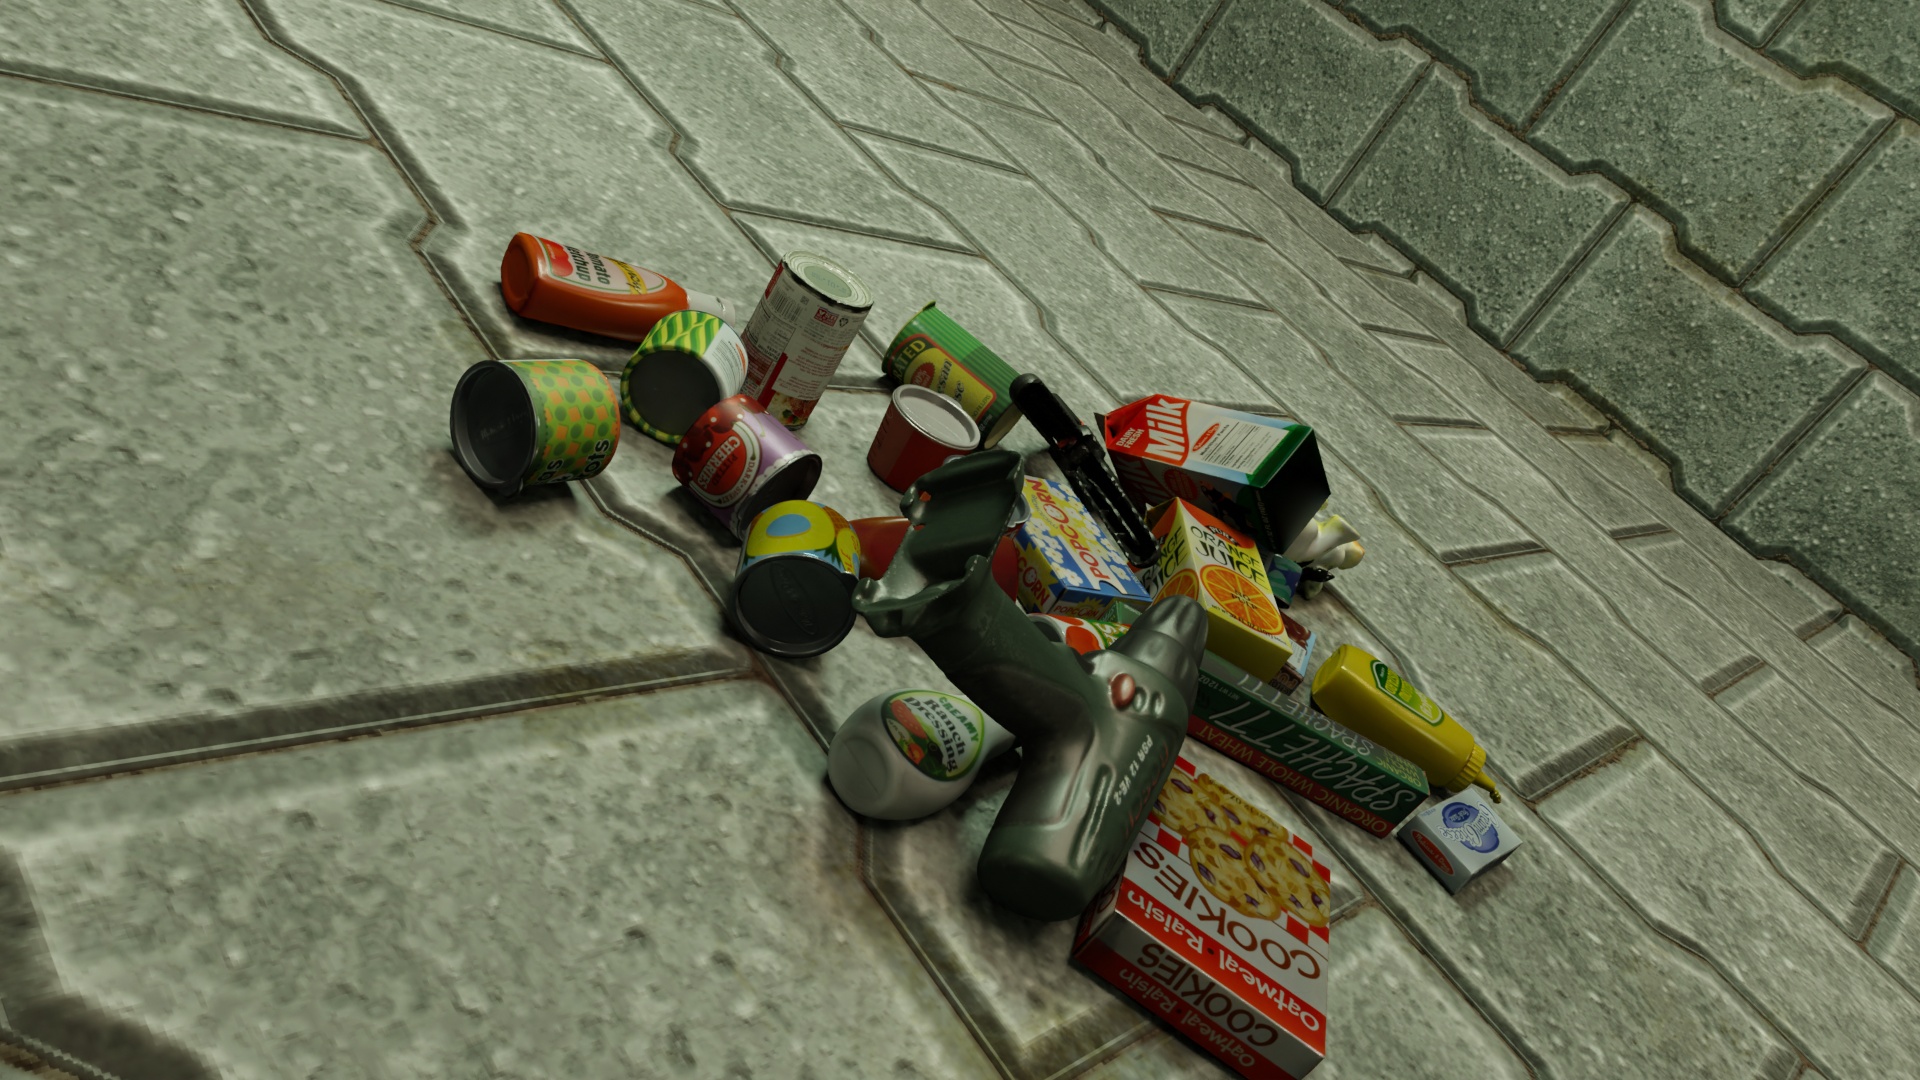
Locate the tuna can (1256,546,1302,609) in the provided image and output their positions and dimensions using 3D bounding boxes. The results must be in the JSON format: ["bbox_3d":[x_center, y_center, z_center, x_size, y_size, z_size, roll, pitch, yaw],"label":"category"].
[{"bbox_3d":[0.233,0.027,1.088,0.071,0.033,0.071,22,-7,3],"label":"tuna can"}]

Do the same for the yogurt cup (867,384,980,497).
[{"bbox_3d":[-0.028,-0.067,0.961,0.072,0.053,0.073,26,28,-15],"label":"yogurt cup"}]

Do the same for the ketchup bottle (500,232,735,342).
[{"bbox_3d":[-0.220,-0.156,0.907,0.149,0.043,0.065,9,36,-41],"label":"ketchup bottle"}]

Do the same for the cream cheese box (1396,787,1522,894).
[{"bbox_3d":[0.348,0.207,0.965,0.104,0.024,0.053,-4,47,-50],"label":"cream cheese box"}]

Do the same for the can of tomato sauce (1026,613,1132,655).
[{"bbox_3d":[0.073,0.078,0.819,0.083,0.071,0.071,10,35,-38],"label":"can of tomato sauce"}]

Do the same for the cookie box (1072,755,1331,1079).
[{"bbox_3d":[0.133,0.193,0.732,0.123,0.040,0.168,34,26,1],"label":"cookie box"}]

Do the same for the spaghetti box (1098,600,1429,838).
[{"bbox_3d":[0.193,0.119,0.907,0.250,0.050,0.029,29,29,-11],"label":"spaghetti box"}]

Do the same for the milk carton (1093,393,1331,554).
[{"bbox_3d":[0.186,-0.059,1.095,0.191,0.074,0.072,20,-33,43],"label":"milk carton"}]

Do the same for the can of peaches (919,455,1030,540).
[{"bbox_3d":[0.003,-0.011,0.901,0.071,0.057,0.071,27,28,-15],"label":"can of peaches"}]

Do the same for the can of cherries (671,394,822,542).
[{"bbox_3d":[-0.124,-0.042,0.798,0.058,0.071,0.072,42,28,15],"label":"can of cherries"}]

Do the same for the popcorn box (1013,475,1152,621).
[{"bbox_3d":[0.064,0.007,0.961,0.085,0.038,0.127,11,35,-41],"label":"popcorn box"}]

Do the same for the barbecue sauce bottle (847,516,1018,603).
[{"bbox_3d":[-0.038,0.014,0.820,0.148,0.043,0.065,13,68,-26],"label":"barbecue sauce bottle"}]

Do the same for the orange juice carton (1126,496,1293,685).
[{"bbox_3d":[0.171,0.036,0.994,0.072,0.072,0.193,27,27,-14],"label":"orange juice carton"}]

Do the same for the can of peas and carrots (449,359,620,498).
[{"bbox_3d":[-0.220,-0.059,0.724,0.071,0.070,0.059,45,28,20],"label":"can of peas and carrots"}]

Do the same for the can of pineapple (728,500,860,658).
[{"bbox_3d":[-0.085,0.020,0.741,0.071,0.070,0.058,26,27,-16],"label":"can of pineapple"}]

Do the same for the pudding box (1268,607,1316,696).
[{"bbox_3d":[0.234,0.082,1.036,0.050,0.030,0.084,36,27,6],"label":"pudding box"}]

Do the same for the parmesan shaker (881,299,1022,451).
[{"bbox_3d":[0.000,-0.127,1.071,0.103,0.071,0.071,40,27,10],"label":"parmesan shaker"}]

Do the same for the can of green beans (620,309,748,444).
[{"bbox_3d":[-0.168,-0.100,0.846,0.071,0.071,0.058,29,28,-11],"label":"can of green beans"}]

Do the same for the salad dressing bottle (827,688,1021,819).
[{"bbox_3d":[-0.005,0.102,0.721,0.064,0.043,0.148,53,31,18],"label":"salad dressing bottle"}]

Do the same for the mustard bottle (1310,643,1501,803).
[{"bbox_3d":[0.338,0.142,1.032,0.160,0.048,0.065,36,28,3],"label":"mustard bottle"}]
